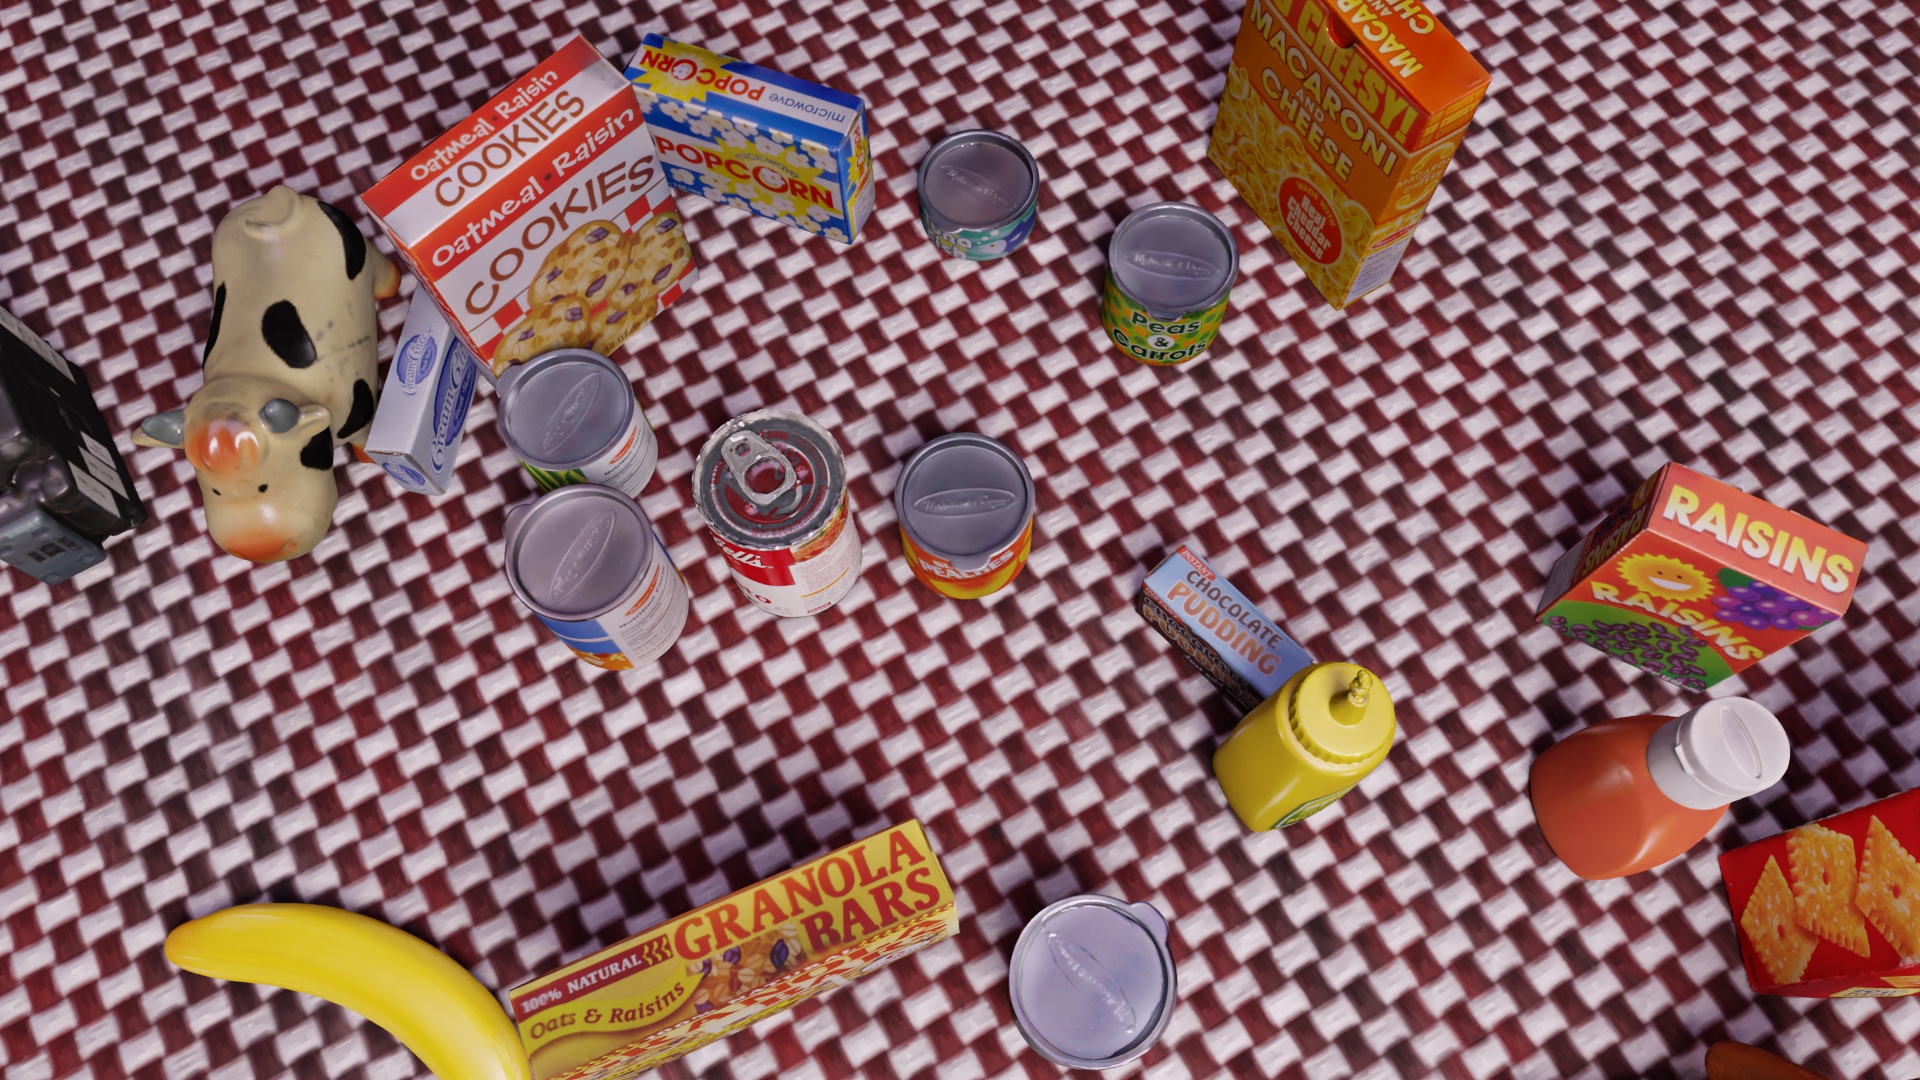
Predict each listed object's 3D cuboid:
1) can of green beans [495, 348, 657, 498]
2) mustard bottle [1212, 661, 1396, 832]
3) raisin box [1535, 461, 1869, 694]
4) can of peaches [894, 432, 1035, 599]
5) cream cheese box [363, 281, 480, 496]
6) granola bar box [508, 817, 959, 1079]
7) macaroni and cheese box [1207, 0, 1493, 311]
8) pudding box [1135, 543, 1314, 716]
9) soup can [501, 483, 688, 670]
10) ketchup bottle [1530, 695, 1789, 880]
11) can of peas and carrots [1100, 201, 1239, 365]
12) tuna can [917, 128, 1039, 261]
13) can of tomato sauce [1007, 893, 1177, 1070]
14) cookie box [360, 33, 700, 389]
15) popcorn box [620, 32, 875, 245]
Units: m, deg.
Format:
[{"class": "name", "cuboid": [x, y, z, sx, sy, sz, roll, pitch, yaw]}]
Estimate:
[{"class": "can of green beans", "cuboid": [-0.190, -0.054, 0.697, 0.071, 0.057, 0.071, 0, 69, 1]}, {"class": "mustard bottle", "cuboid": [0.148, 0.084, 0.583, 0.065, 0.159, 0.049, -26, 71, -9]}, {"class": "raisin box", "cuboid": [0.327, 0.020, 0.626, 0.086, 0.123, 0.040, 26, 72, 11]}, {"class": "can of peaches", "cuboid": [0.002, -0.008, 0.676, 0.071, 0.058, 0.071, 0, 69, 1]}, {"class": "cream cheese box", "cuboid": [-0.270, -0.080, 0.710, 0.024, 0.053, 0.104, 7, 69, 3]}, {"class": "granola bar box", "cuboid": [-0.084, 0.171, 0.571, 0.166, 0.123, 0.039, -22, 70, -8]}, {"class": "macaroni and cheese box", "cuboid": [0.185, -0.209, 0.695, 0.040, 0.166, 0.124, -30, 71, -10]}, {"class": "pudding box", "cuboid": [0.124, 0.045, 0.658, 0.030, 0.049, 0.084, -42, 74, -14]}, {"class": "soup can", "cuboid": [-0.171, 0.018, 0.654, 0.071, 0.083, 0.071, 0, 69, 1]}, {"class": "ketchup bottle", "cuboid": [0.288, 0.101, 0.580, 0.043, 0.148, 0.065, -14, 69, -4]}, {"class": "can of peas and carrots", "cuboid": [0.107, -0.130, 0.723, 0.071, 0.058, 0.071, 0, 69, 1]}, {"class": "tuna can", "cuboid": [0.008, -0.187, 0.760, 0.071, 0.032, 0.071, 0, 69, 1]}, {"class": "can of tomato sauce", "cuboid": [0.054, 0.186, 0.585, 0.071, 0.082, 0.071, 0, 69, 1]}, {"class": "cookie box", "cuboid": [-0.199, -0.145, 0.674, 0.040, 0.167, 0.123, 42, 75, 15]}, {"class": "popcorn box", "cuboid": [-0.111, -0.213, 0.744, 0.127, 0.085, 0.038, 20, 70, 8]}]
